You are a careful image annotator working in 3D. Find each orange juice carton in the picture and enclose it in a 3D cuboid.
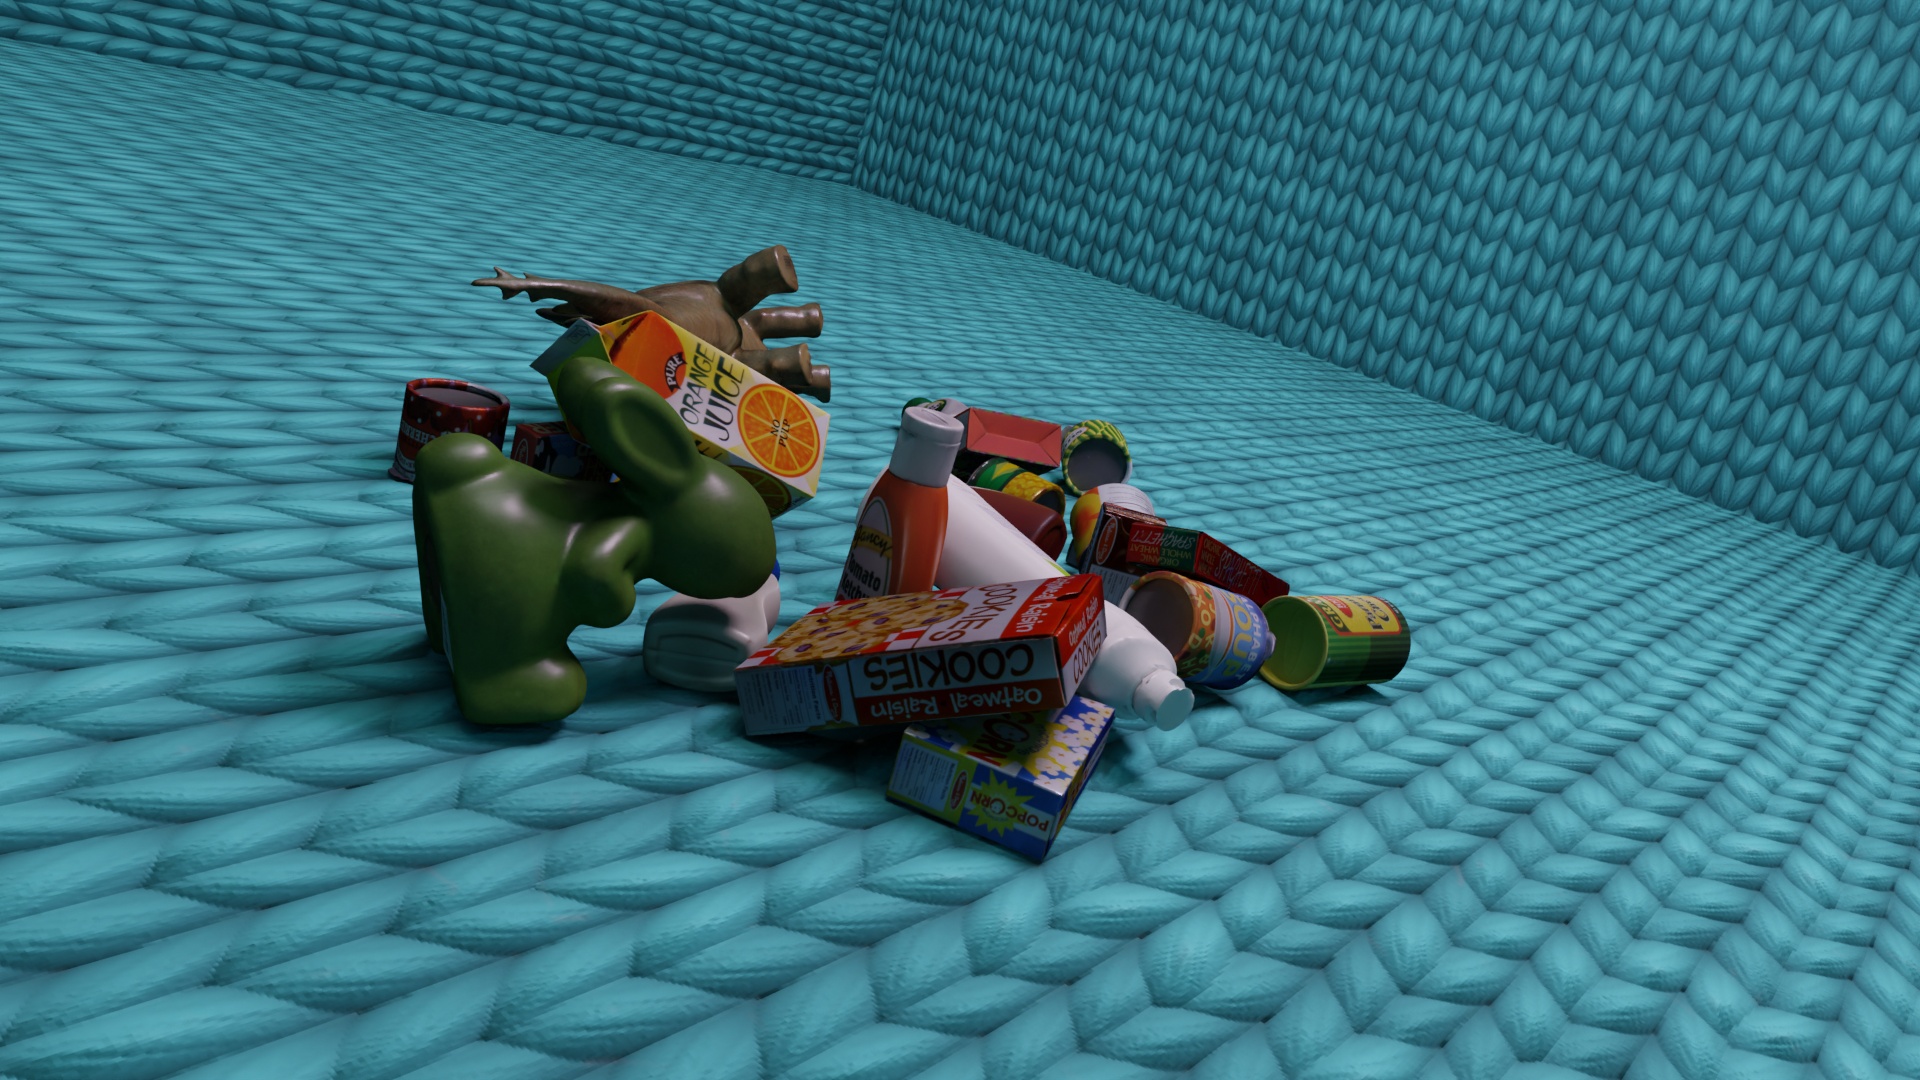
[{"bbox_3d":[-0.187,-0.086,0.929,0.192,0.071,0.073,29,52,-33],"label":"orange juice carton"}]

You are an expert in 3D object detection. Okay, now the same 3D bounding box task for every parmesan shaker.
[{"bbox_3d":[0.265,0.071,0.998,0.103,0.071,0.071,1,23,-39],"label":"parmesan shaker"}]

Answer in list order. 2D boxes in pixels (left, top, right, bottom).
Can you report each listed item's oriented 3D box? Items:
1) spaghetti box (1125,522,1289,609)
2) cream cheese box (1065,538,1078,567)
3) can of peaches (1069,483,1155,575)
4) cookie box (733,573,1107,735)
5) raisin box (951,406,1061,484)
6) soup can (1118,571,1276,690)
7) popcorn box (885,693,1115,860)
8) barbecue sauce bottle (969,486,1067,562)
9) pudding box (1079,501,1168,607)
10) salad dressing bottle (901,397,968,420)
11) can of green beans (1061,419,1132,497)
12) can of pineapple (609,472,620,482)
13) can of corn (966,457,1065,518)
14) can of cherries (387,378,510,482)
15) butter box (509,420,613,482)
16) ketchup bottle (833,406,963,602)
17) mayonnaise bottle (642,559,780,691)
[{"bbox_3d":[0.183,0.024,0.997,0.050,0.028,0.250,9,-5,27],"label":"spaghetti box"},{"bbox_3d":[0.141,0.023,1.104,0.104,0.024,0.053,25,20,25],"label":"cream cheese box"},{"bbox_3d":[0.117,0.001,1.046,0.071,0.071,0.058,11,38,-15],"label":"can of peaches"},{"bbox_3d":[-0.015,0.057,0.727,0.167,0.040,0.123,-7,11,16],"label":"cookie box"},{"bbox_3d":[0.019,-0.072,1.167,0.086,0.040,0.123,8,-12,-24],"label":"raisin box"},{"bbox_3d":[0.153,0.059,0.904,0.084,0.071,0.071,17,12,-45],"label":"soup can"},{"bbox_3d":[0.024,0.109,0.722,0.085,0.038,0.127,20,18,13],"label":"popcorn box"},{"bbox_3d":[0.004,-0.013,1.041,0.149,0.065,0.043,21,-24,34],"label":"barbecue sauce bottle"},{"bbox_3d":[0.114,0.019,0.993,0.050,0.083,0.030,15,17,-2],"label":"pudding box"},{"bbox_3d":[-0.024,-0.106,1.296,0.044,0.064,0.148,31,4,-18],"label":"salad dressing bottle"},{"bbox_3d":[0.128,-0.077,1.323,0.071,0.071,0.058,15,18,-3],"label":"can of green beans"},{"bbox_3d":[-0.190,-0.025,0.888,0.058,0.070,0.071,16,17,1],"label":"can of pineapple"},{"bbox_3d":[0.042,-0.025,1.090,0.058,0.071,0.071,28,21,31],"label":"can of corn"},{"bbox_3d":[-0.336,-0.070,0.912,0.071,0.058,0.072,15,17,-5],"label":"can of cherries"},{"bbox_3d":[-0.260,-0.054,0.940,0.024,0.053,0.104,27,20,24],"label":"butter box"},{"bbox_3d":[-0.035,-0.004,0.830,0.043,0.148,0.065,4,21,-38],"label":"ketchup bottle"},{"bbox_3d":[-0.133,0.040,0.790,0.065,0.041,0.148,9,17,1],"label":"mayonnaise bottle"}]
